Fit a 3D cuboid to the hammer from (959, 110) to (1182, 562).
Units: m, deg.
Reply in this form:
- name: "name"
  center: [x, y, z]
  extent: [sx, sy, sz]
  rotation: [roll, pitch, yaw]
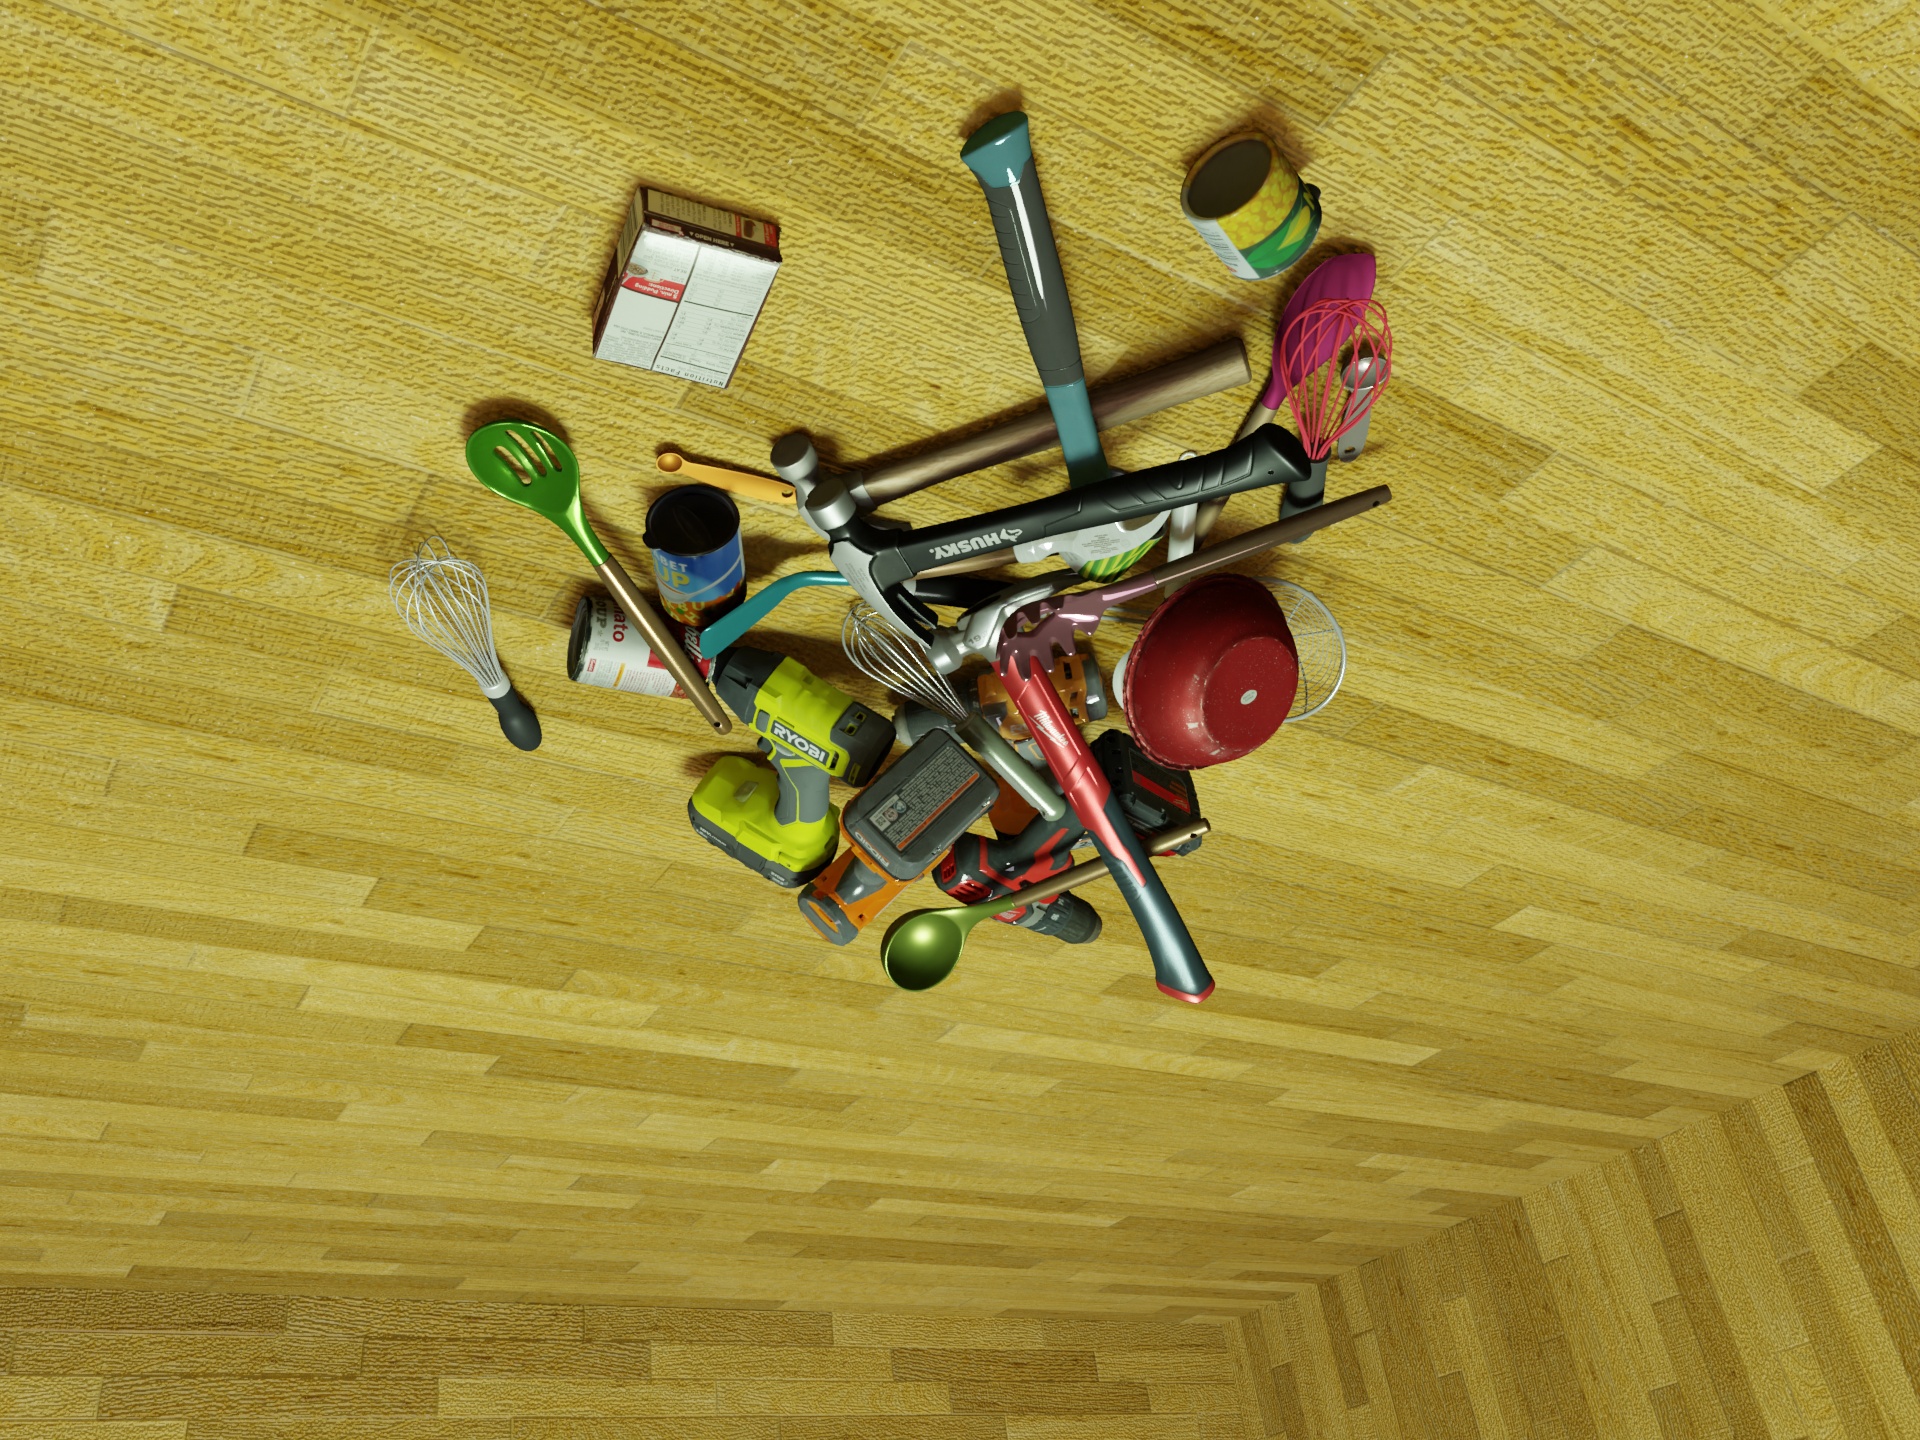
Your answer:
- name: "hammer"
  center: [0.061, -0.231, 1.021]
  extent: [0.128, 0.033, 0.330]
  rotation: [-5, 137, 17]

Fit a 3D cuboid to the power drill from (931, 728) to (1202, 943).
- name: "power drill"
  center: [0.110, 0.120, 1.417]
  extent: [0.187, 0.080, 0.226]
  rotation: [29, 129, -32]

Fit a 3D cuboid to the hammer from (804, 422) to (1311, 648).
- name: "hammer"
  center: [0.070, -0.136, 1.078]
  extent: [0.335, 0.035, 0.146]
  rotation: [-11, 134, 24]

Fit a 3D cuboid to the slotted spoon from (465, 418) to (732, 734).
- name: "slotted spoon"
  center: [-0.247, -0.097, 1.148]
  extent: [0.070, 0.031, 0.313]
  rotation: [-18, 130, 16]

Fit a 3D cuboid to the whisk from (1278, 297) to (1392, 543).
- name: "whisk"
  center: [0.253, -0.201, 1.122]
  extent: [0.073, 0.073, 0.295]
  rotation: [-9, 157, 1]

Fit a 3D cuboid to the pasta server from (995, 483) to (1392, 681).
- name: "pasta server"
  center: [0.171, -0.108, 1.173]
  extent: [0.316, 0.040, 0.060]
  rotation: [-20, 142, 1]

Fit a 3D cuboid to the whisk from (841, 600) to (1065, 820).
- name: "whisk"
  center: [-0.002, -0.004, 1.295]
  extent: [0.246, 0.059, 0.058]
  rotation: [45, 170, -13]

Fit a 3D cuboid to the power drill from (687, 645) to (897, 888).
- name: "power drill"
  center: [-0.157, 0.035, 1.347]
  extent: [0.171, 0.080, 0.223]
  rotation: [31, 142, 6]

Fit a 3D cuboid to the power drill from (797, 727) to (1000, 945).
- name: "power drill"
  center: [-0.046, 0.093, 1.330]
  extent: [0.164, 0.084, 0.226]
  rotation: [-42, 174, -28]

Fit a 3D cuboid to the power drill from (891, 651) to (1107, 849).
- name: "power drill"
  center: [0.048, 0.035, 1.427]
  extent: [0.185, 0.084, 0.226]
  rotation: [-12, 142, 5]

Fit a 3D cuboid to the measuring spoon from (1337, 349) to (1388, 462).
- name: "measuring spoon"
  center: [0.286, -0.228, 1.150]
  extent: [0.034, 0.018, 0.124]
  rotation: [-7, 153, 3]

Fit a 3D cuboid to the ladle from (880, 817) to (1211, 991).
- name: "ladle"
  center: [0.069, 0.154, 1.360]
  extent: [0.320, 0.062, 0.078]
  rotation: [-24, 127, 23]

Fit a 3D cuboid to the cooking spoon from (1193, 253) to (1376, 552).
- name: "cooking spoon"
  center: [0.213, -0.212, 1.148]
  extent: [0.068, 0.017, 0.318]
  rotation: [-10, 149, -24]

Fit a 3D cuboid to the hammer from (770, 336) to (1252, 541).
- name: "hammer"
  center: [0.042, -0.198, 1.120]
  extent: [0.331, 0.031, 0.129]
  rotation: [-17, 145, 12]

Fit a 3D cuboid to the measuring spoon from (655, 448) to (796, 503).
- name: "measuring spoon"
  center: [-0.162, -0.174, 1.132]
  extent: [0.116, 0.011, 0.021]
  rotation: [11, 138, -32]

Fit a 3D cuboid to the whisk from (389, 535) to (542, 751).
- name: "whisk"
  center: [-0.372, -0.045, 1.234]
  extent: [0.070, 0.070, 0.284]
  rotation: [-8, 151, -1]

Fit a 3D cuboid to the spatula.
- name: "spatula"
  center: [-0.044, -0.103, 1.207]
  extent: [0.317, 0.044, 0.082]
  rotation: [-11, 169, -9]

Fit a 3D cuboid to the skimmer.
- name: "skimmer"
  center: [0.130, -0.072, 1.272]
  extent: [0.363, 0.090, 0.127]
  rotation: [6, 122, -18]

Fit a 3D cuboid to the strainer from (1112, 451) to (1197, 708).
- name: "strainer"
  center: [0.164, -0.083, 1.230]
  extent: [0.087, 0.050, 0.258]
  rotation: [6, 117, 10]

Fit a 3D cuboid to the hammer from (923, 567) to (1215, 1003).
- name: "hammer"
  center: [0.123, 0.063, 1.275]
  extent: [0.143, 0.038, 0.386]
  rotation: [-25, 108, 16]
